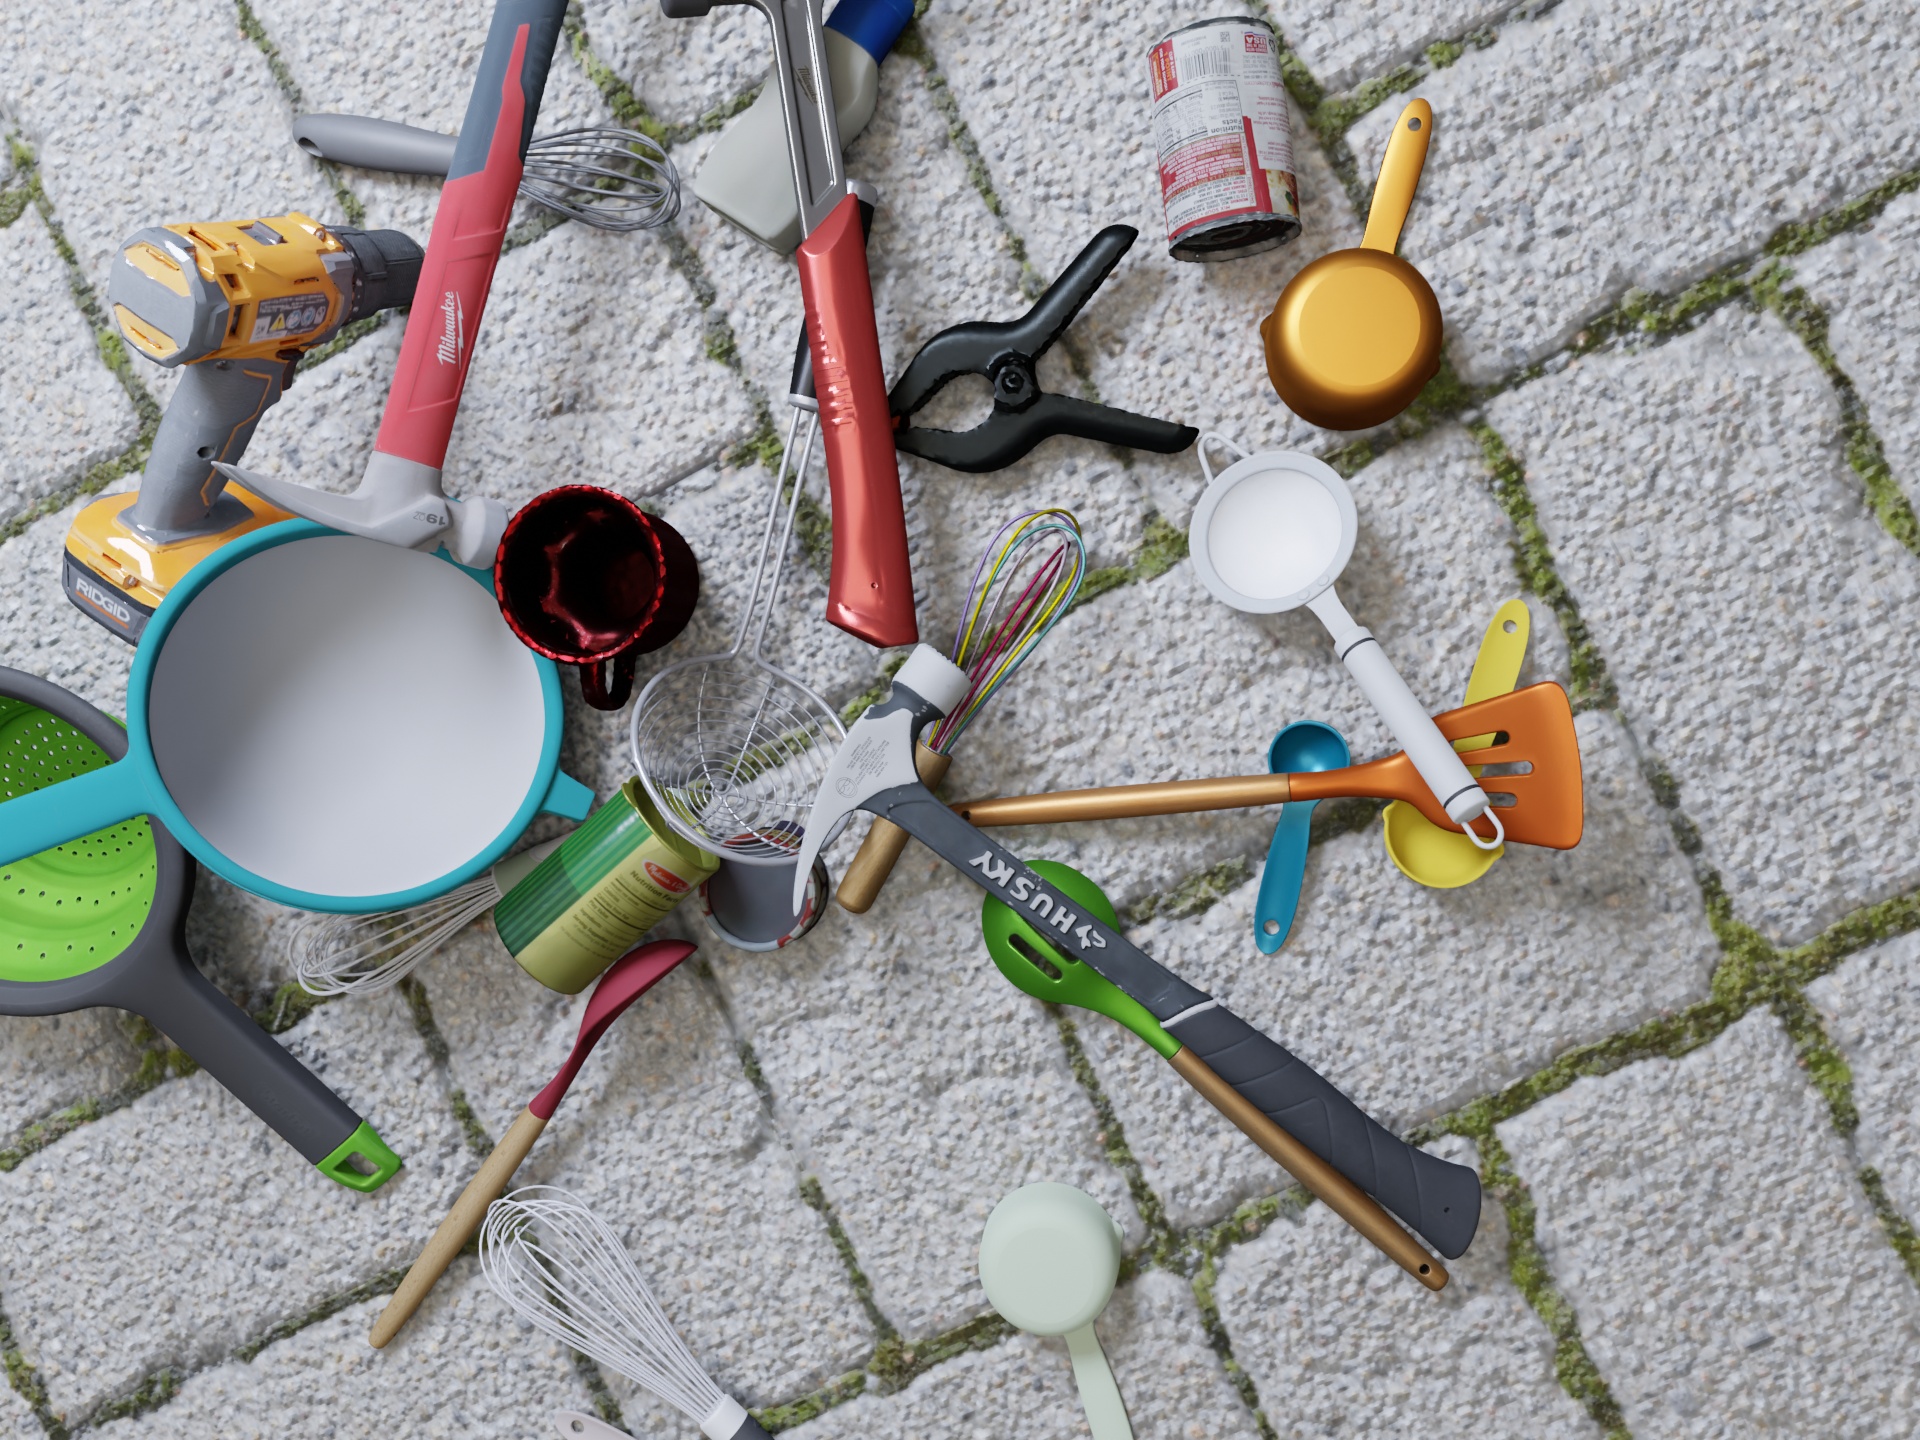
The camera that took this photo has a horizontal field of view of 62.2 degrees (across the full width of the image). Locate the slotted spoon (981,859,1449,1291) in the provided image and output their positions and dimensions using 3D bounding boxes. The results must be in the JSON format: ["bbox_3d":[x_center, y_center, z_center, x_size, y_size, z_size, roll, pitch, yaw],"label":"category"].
[{"bbox_3d":[0.135,0.190,0.840,0.314,0.031,0.070,41,93,4],"label":"slotted spoon"}]

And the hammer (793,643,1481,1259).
[{"bbox_3d":[0.097,0.141,0.807,0.409,0.036,0.149,37,85,-2],"label":"hammer"}]

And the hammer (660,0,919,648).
[{"bbox_3d":[-0.053,-0.216,0.807,0.149,0.037,0.359,-9,92,-11],"label":"hammer"}]

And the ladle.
[{"bbox_3d":[-0.247,0.237,0.888,0.031,0.069,0.315,38,102,7],"label":"ladle"}]

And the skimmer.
[{"bbox_3d":[-0.083,-0.108,0.832,0.127,0.090,0.363,13,91,-25],"label":"skimmer"}]

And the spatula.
[{"bbox_3d":[0.143,0.036,0.810,0.322,0.041,0.081,-6,89,16],"label":"spatula"}]

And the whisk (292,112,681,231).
[{"bbox_3d":[-0.263,-0.310,0.877,0.239,0.055,0.055,12,93,12],"label":"whisk"}]

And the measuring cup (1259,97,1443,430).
[{"bbox_3d":[0.211,-0.235,0.803,0.095,0.052,0.173,16,96,8],"label":"measuring cup"}]

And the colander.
[{"bbox_3d":[-0.461,0.112,0.905,0.204,0.094,0.397,-39,104,12],"label":"colander"}]

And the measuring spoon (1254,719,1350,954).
[{"bbox_3d":[0.175,0.061,0.839,0.042,0.021,0.128,13,102,13],"label":"measuring spoon"}]

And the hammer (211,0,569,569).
[{"bbox_3d":[-0.251,-0.279,0.794,0.038,0.143,0.386,16,91,47],"label":"hammer"}]

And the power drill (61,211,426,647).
[{"bbox_3d":[-0.374,-0.163,0.847,0.084,0.185,0.226,33,119,7],"label":"power drill"}]

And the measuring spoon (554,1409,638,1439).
[{"bbox_3d":[-0.174,0.418,0.900,0.124,0.018,0.034,19,94,14],"label":"measuring spoon"}]

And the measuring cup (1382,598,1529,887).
[{"bbox_3d":[0.263,0.012,0.822,0.062,0.029,0.156,19,82,12],"label":"measuring cup"}]

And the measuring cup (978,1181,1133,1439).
[{"bbox_3d":[0.061,0.332,0.847,0.083,0.038,0.167,-19,87,8],"label":"measuring cup"}]

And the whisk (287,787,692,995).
[{"bbox_3d":[-0.262,0.094,0.888,0.246,0.058,0.059,-24,124,4],"label":"whisk"}]

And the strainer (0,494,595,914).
[{"bbox_3d":[-0.378,0.026,0.823,0.340,0.095,0.211,-23,88,-27],"label":"strainer"}]

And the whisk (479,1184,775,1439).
[{"bbox_3d":[-0.153,0.362,0.874,0.284,0.070,0.070,43,97,0],"label":"whisk"}]

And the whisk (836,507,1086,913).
[{"bbox_3d":[0.000,-0.002,0.850,0.051,0.047,0.245,32,100,18],"label":"whisk"}]

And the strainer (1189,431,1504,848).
[{"bbox_3d":[0.189,-0.041,0.783,0.087,0.050,0.259,-36,60,14],"label":"strainer"}]
